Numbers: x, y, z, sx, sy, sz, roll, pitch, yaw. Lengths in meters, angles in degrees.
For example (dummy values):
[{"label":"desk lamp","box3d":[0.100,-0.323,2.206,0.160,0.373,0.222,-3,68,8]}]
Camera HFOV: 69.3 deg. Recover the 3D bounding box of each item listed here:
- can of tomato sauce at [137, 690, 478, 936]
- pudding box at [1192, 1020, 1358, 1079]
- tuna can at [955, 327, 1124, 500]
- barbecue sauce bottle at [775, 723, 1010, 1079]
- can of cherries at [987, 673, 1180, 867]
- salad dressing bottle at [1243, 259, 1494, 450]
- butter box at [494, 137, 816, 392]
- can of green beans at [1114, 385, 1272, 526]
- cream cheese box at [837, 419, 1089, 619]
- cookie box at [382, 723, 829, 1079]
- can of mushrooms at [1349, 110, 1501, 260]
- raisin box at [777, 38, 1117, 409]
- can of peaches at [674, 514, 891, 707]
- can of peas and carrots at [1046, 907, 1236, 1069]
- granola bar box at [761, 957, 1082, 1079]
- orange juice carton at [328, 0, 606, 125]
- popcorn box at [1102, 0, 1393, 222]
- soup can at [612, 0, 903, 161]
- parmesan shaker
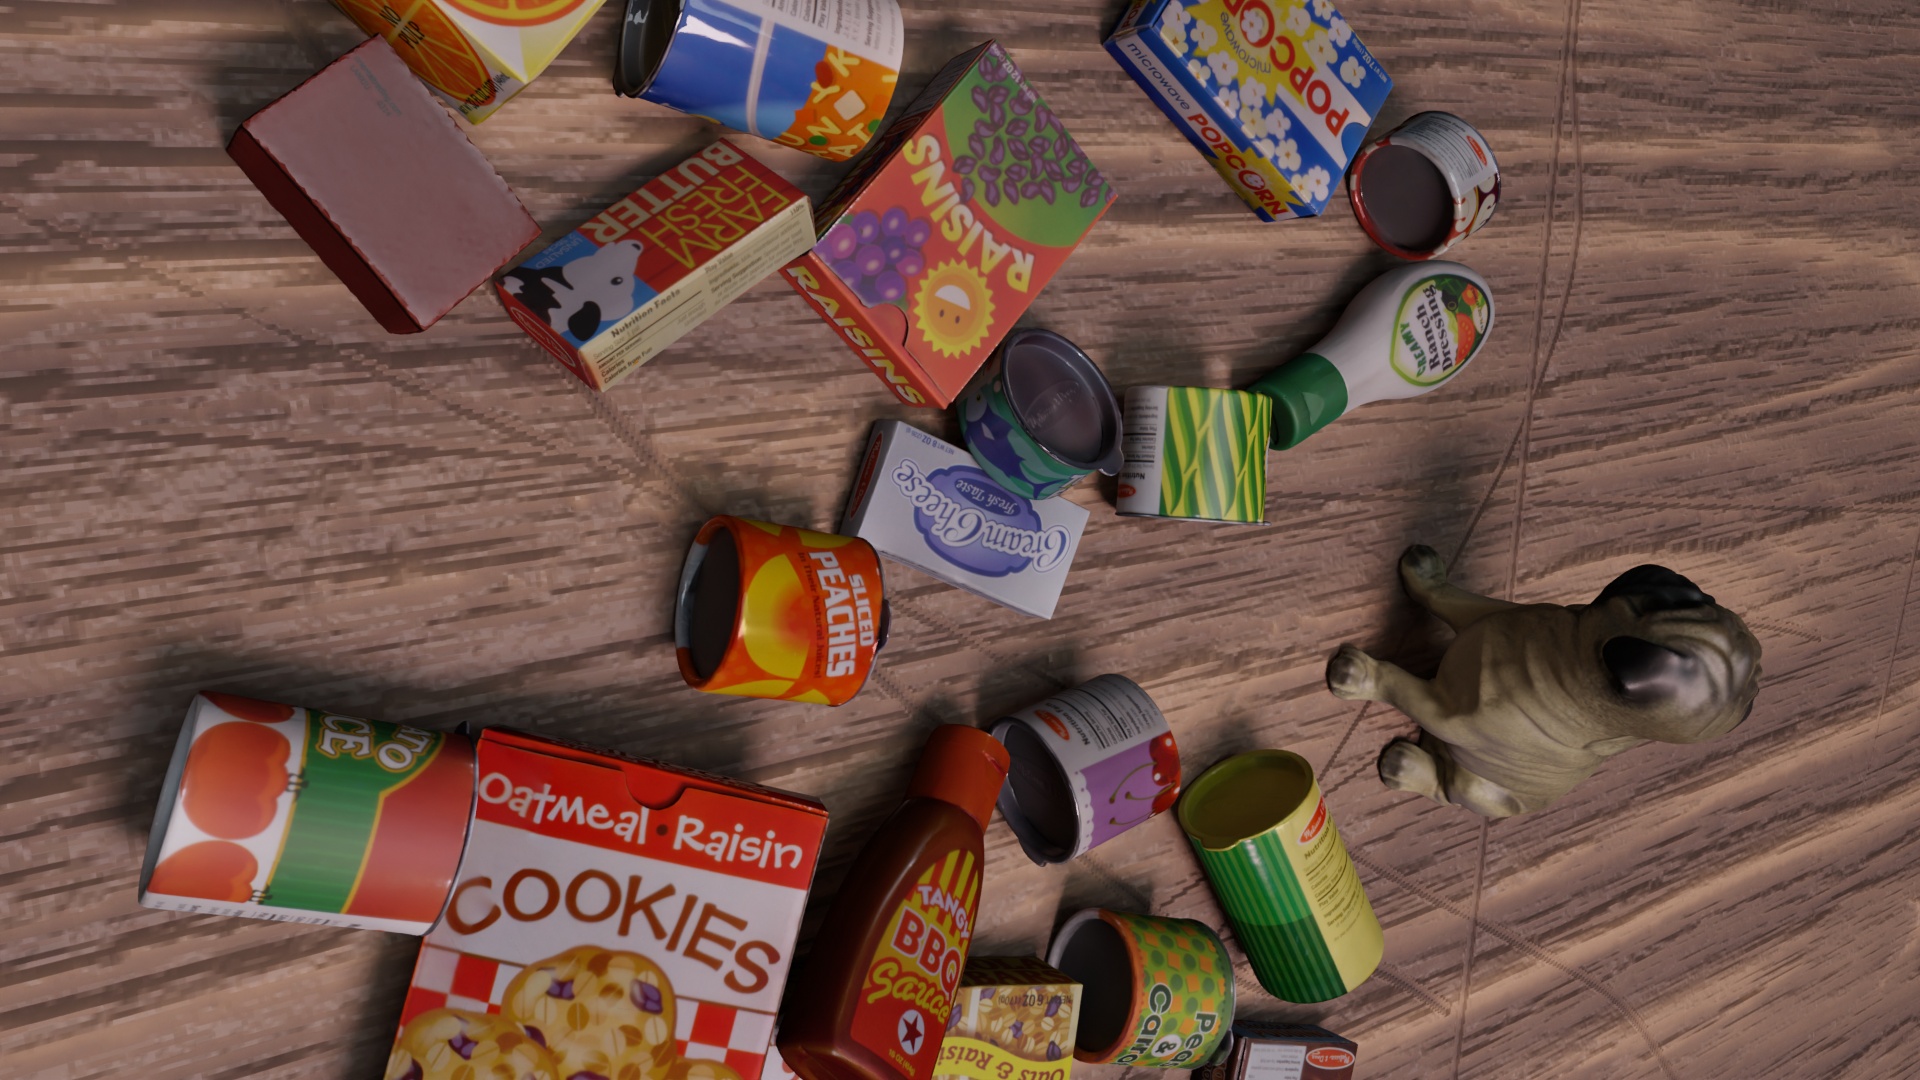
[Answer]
[{"label":"can of tomato sauce","box3d":[-0.205,0.085,0.440,0.083,0.071,0.071,17,85,-31]},{"label":"pudding box","box3d":[0.157,0.269,0.694,0.084,0.030,0.049,15,84,-31]},{"label":"tuna can","box3d":[0.034,-0.050,0.579,0.071,0.032,0.071,22,52,-31]},{"label":"barbecue sauce bottle","box3d":[-0.019,0.141,0.541,0.064,0.043,0.149,53,43,-32]},{"label":"can of cherries","box3d":[0.052,0.099,0.599,0.058,0.071,0.071,-20,104,-30]},{"label":"salad dressing bottle","box3d":[0.202,-0.091,0.688,0.148,0.044,0.064,-30,111,-26]},{"label":"butter box","box3d":[-0.106,-0.100,0.494,0.104,0.053,0.024,-41,151,-23]},{"label":"can of green beans","box3d":[0.104,-0.037,0.619,0.071,0.071,0.058,3,92,-31]},{"label":"cream cheese box","box3d":[0.002,-0.007,0.584,0.104,0.024,0.053,23,83,-30]},{"label":"cookie box","box3d":[-0.126,0.159,0.485,0.123,0.040,0.167,15,86,-10]},{"label":"can of mushrooms","box3d":[0.228,-0.173,0.687,0.033,0.071,0.071,-34,110,-25]},{"label":"raisin box","box3d":[-0.004,-0.126,0.563,0.086,0.040,0.124,47,71,-26]},{"label":"can of peaches","box3d":[-0.067,0.026,0.517,0.058,0.071,0.071,11,88,-30]},{"label":"can of peas and carrots","box3d":[0.080,0.202,0.619,0.059,0.071,0.071,16,85,-31]},{"label":"granola bar box","box3d":[-0.034,0.238,0.571,0.166,0.039,0.124,10,88,-31]},{"label":"orange juice carton","box3d":[-0.195,-0.224,0.420,0.192,0.072,0.073,41,72,-27]},{"label":"popcorn box","box3d":[0.135,-0.220,0.641,0.126,0.038,0.085,38,73,-27]},{"label":"soup can","box3d":[-0.074,-0.179,0.503,0.084,0.071,0.071,10,88,-32]},{"label":"parmesan shaker","box3d":[0.152,0.162,0.662,0.071,0.071,0.102,-35,111,-24]}]
